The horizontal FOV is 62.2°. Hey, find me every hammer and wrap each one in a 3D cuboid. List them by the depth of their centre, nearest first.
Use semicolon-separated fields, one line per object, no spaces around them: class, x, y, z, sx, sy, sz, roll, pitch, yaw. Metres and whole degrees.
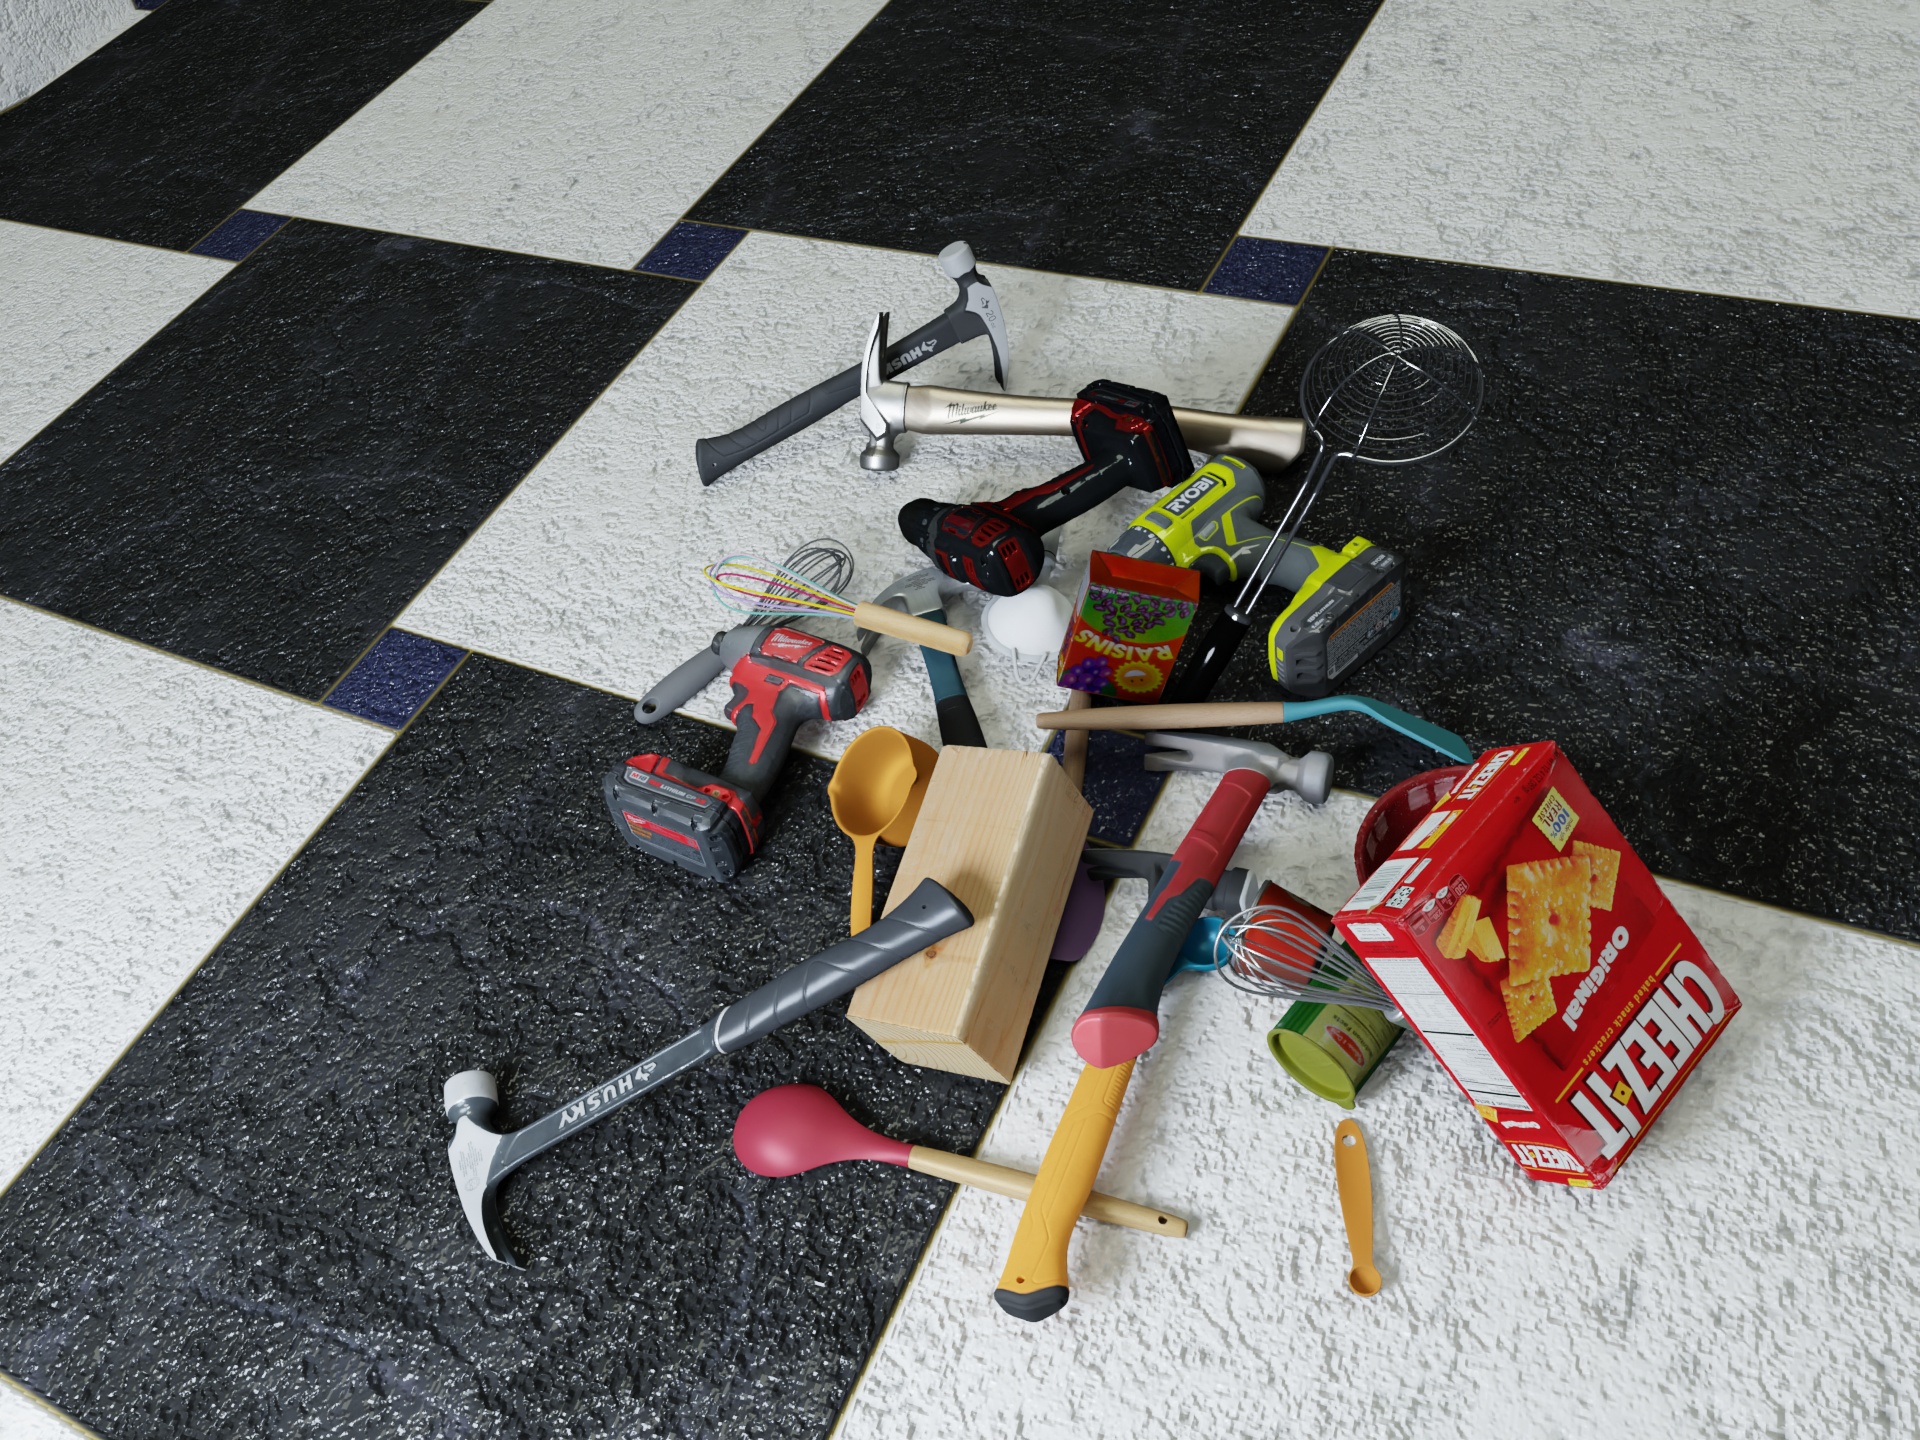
hammer;0.089;0.224;1.034;0.127;0.034;0.337;6;50;27
hammer;0.136;0.101;1.045;0.143;0.038;0.386;8;26;22
hammer;-0.171;0.218;1.053;0.409;0.036;0.149;-30;51;11
hammer;-0.002;-0.004;1.280;0.128;0.033;0.331;-15;48;-1
hammer;0.107;-0.284;1.444;0.411;0.146;0.038;7;17;13
hammer;-0.108;-0.317;1.534;0.335;0.146;0.035;-29;36;4

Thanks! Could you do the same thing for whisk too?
whisk;0.262;0.172;0.980;0.246;0.059;0.058;24;14;-16
whisk;-0.106;-0.093;1.323;0.245;0.047;0.051;17;87;16
whisk;-0.188;-0.077;1.379;0.239;0.055;0.055;-41;53;-16

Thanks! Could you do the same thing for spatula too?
spatula;0.214;0.006;1.183;0.317;0.044;0.082;-2;15;10
spatula;0.088;0.048;1.223;0.060;0.018;0.316;8;51;1

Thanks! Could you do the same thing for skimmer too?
skimmer;0.251;-0.131;1.183;0.127;0.363;0.090;40;28;26

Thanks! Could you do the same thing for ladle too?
ladle;-0.008;0.291;1.033;0.315;0.031;0.069;9;53;18

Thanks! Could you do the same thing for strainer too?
strainer;0.070;-0.132;1.358;0.087;0.050;0.259;8;43;3

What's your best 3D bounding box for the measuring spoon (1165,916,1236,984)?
measuring spoon;0.137;0.182;1.098;0.128;0.021;0.042;-33;44;-9

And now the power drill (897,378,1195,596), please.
power drill;0.063;-0.198;1.356;0.227;0.080;0.188;-36;32;-14

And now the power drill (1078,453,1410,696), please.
power drill;0.227;-0.114;1.293;0.190;0.080;0.229;-39;50;-20

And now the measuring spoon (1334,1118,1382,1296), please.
measuring spoon;0.244;0.299;0.978;0.021;0.011;0.117;-5;46;10

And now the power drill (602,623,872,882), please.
power drill;-0.181;0.011;1.277;0.143;0.078;0.220;19;55;22

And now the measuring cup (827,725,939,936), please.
measuring cup;-0.053;0.093;1.200;0.095;0.052;0.174;-11;68;41
